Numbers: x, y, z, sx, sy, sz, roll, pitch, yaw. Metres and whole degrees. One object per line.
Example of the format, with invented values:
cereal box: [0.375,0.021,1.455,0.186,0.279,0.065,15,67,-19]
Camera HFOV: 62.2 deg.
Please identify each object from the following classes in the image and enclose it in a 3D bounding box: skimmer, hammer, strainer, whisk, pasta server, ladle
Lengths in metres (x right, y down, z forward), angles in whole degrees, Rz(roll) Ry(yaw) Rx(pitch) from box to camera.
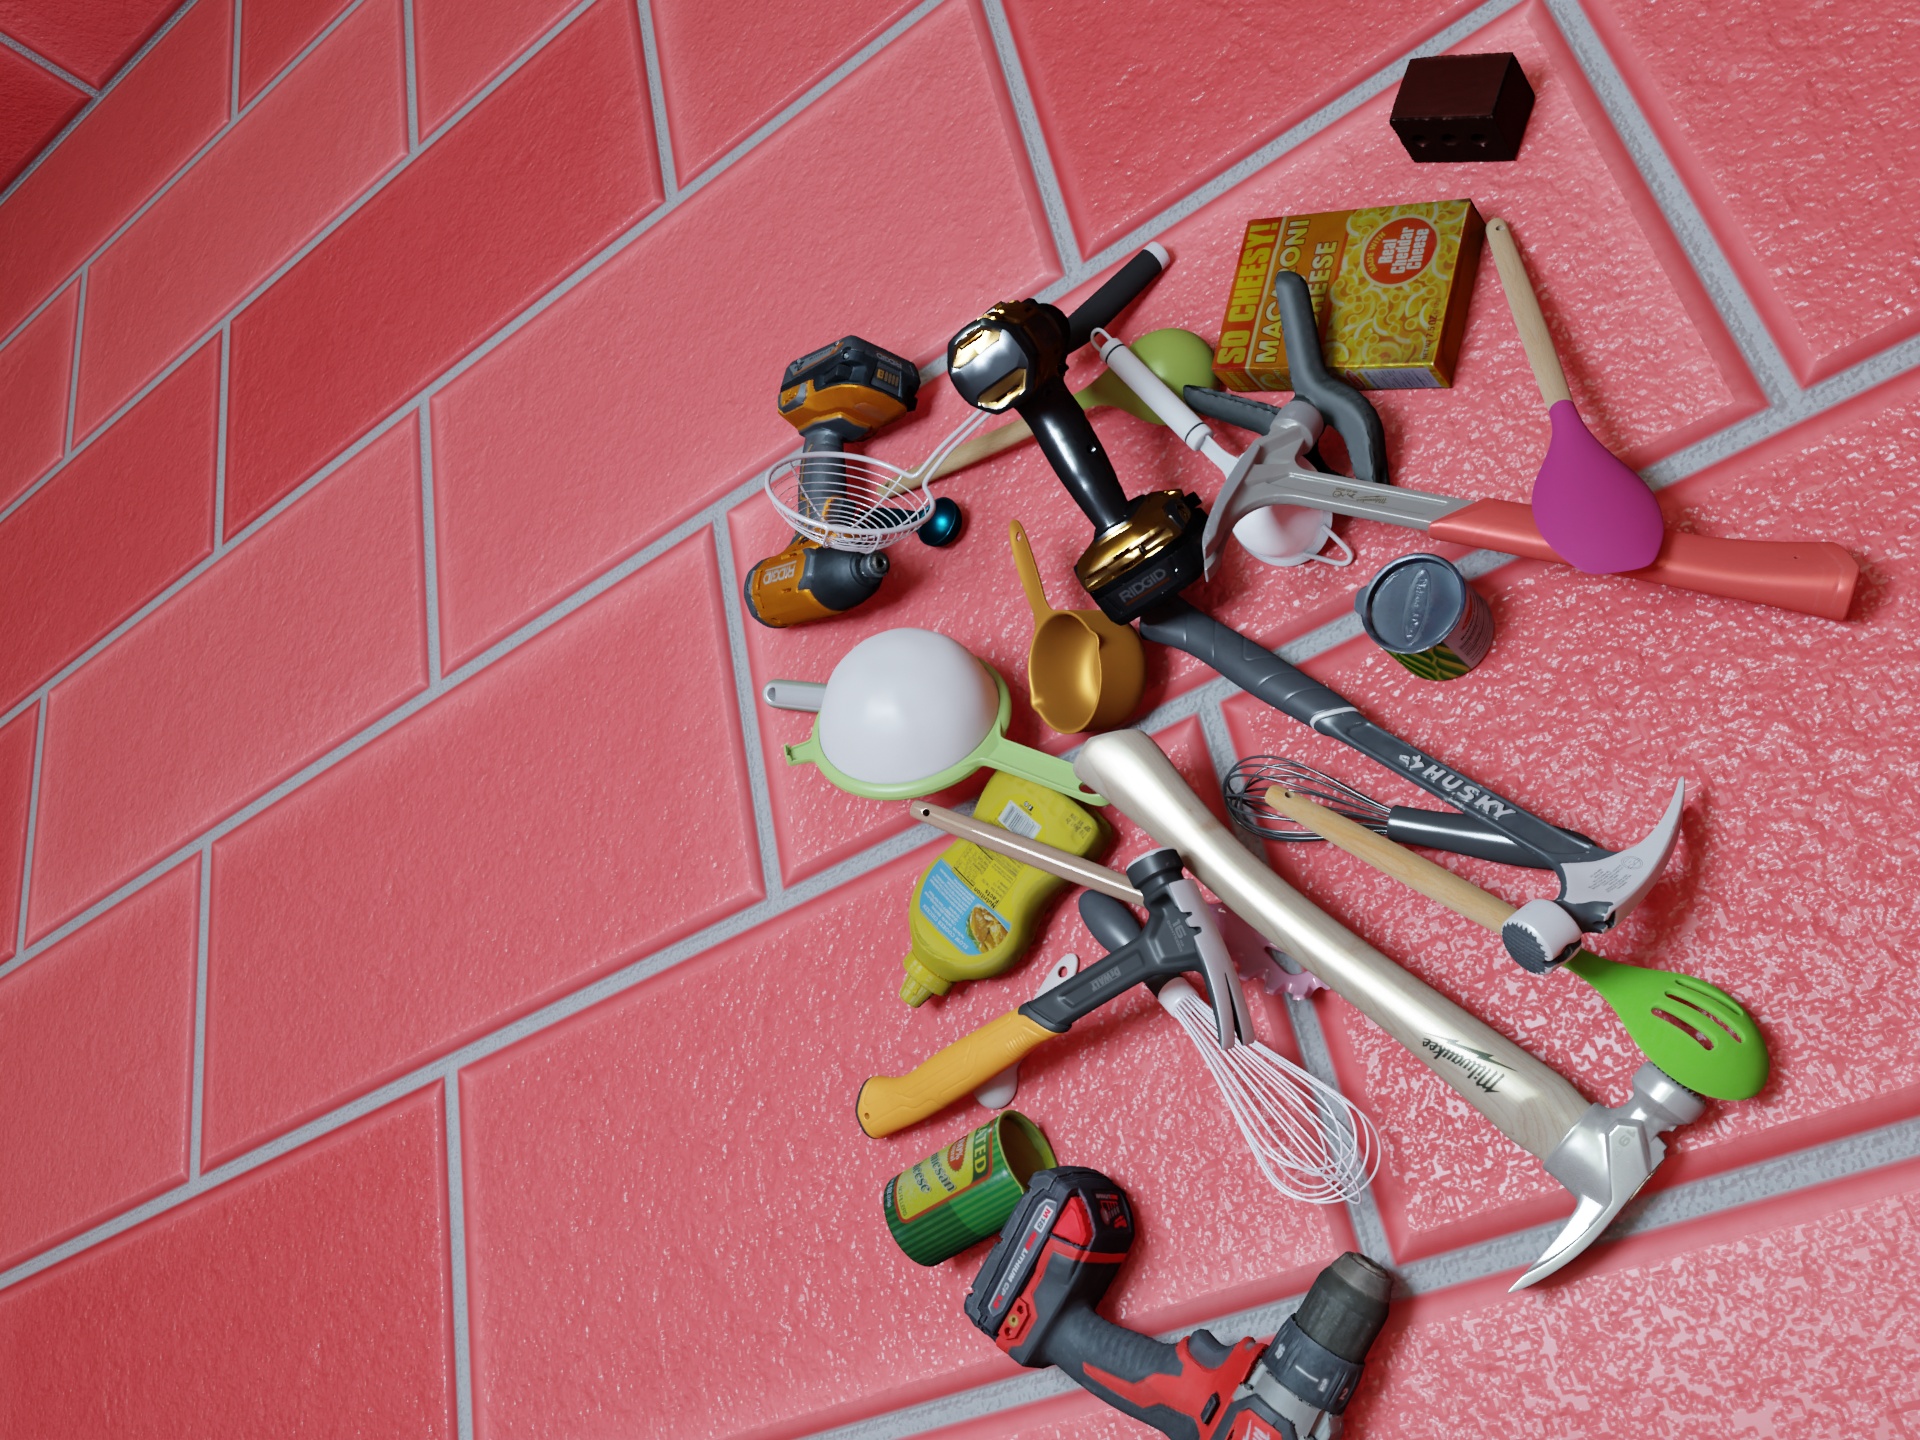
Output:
skimmer: [0.014,-0.257,1.200,0.363,0.090,0.127,-43,52,-5]
hammer: [0.216,0.145,0.946,0.411,0.038,0.146,40,99,29]
hammer: [0.044,0.212,1.047,0.337,0.034,0.127,-38,65,37]
strainer: [0.170,-0.191,1.109,0.259,0.050,0.086,50,139,24]
strainer: [-0.002,-0.004,1.112,0.256,0.069,0.151,20,54,35]
whisk: [0.158,0.197,1.007,0.070,0.070,0.285,-52,46,9]
whisk: [-0.074,-0.013,1.262,0.246,0.059,0.058,6,98,43]
pasta server: [0.101,0.107,1.045,0.316,0.040,0.060,19,85,24]
whisk: [0.269,0.060,0.980,0.239,0.055,0.055,9,78,34]
hammer: [0.329,-0.107,0.945,0.359,0.036,0.149,16,56,27]
hammer: [0.252,0.004,0.992,0.149,0.036,0.409,-30,41,-19]
ladle: [0.060,-0.226,1.254,0.320,0.062,0.078,-17,61,38]

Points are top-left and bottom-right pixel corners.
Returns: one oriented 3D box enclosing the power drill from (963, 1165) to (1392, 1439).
power drill: [0.132,0.356,0.949,0.227,0.080,0.188,30,92,37]

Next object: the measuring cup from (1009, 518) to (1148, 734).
measuring cup: [0.081,-0.072,1.143,0.095,0.052,0.174,-49,52,49]

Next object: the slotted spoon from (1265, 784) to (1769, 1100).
slotted spoon: [0.304,0.112,0.904,0.314,0.031,0.070,31,50,33]

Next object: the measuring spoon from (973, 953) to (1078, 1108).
measuring spoon: [0.044,0.214,1.104,0.034,0.018,0.124,34,93,40]

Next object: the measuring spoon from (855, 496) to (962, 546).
measuring spoon: [-0.041,-0.163,1.318,0.129,0.021,0.042,10,80,48]

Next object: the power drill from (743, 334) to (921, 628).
power drill: [-0.099,-0.193,1.309,0.164,0.084,0.226,-7,71,52]

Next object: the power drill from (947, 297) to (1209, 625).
power drill: [0.087,-0.195,1.115,0.084,0.185,0.226,-32,100,24]

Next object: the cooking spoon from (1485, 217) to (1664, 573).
cooking spoon: [0.365,-0.210,0.983,0.069,0.017,0.319,-8,52,9]
